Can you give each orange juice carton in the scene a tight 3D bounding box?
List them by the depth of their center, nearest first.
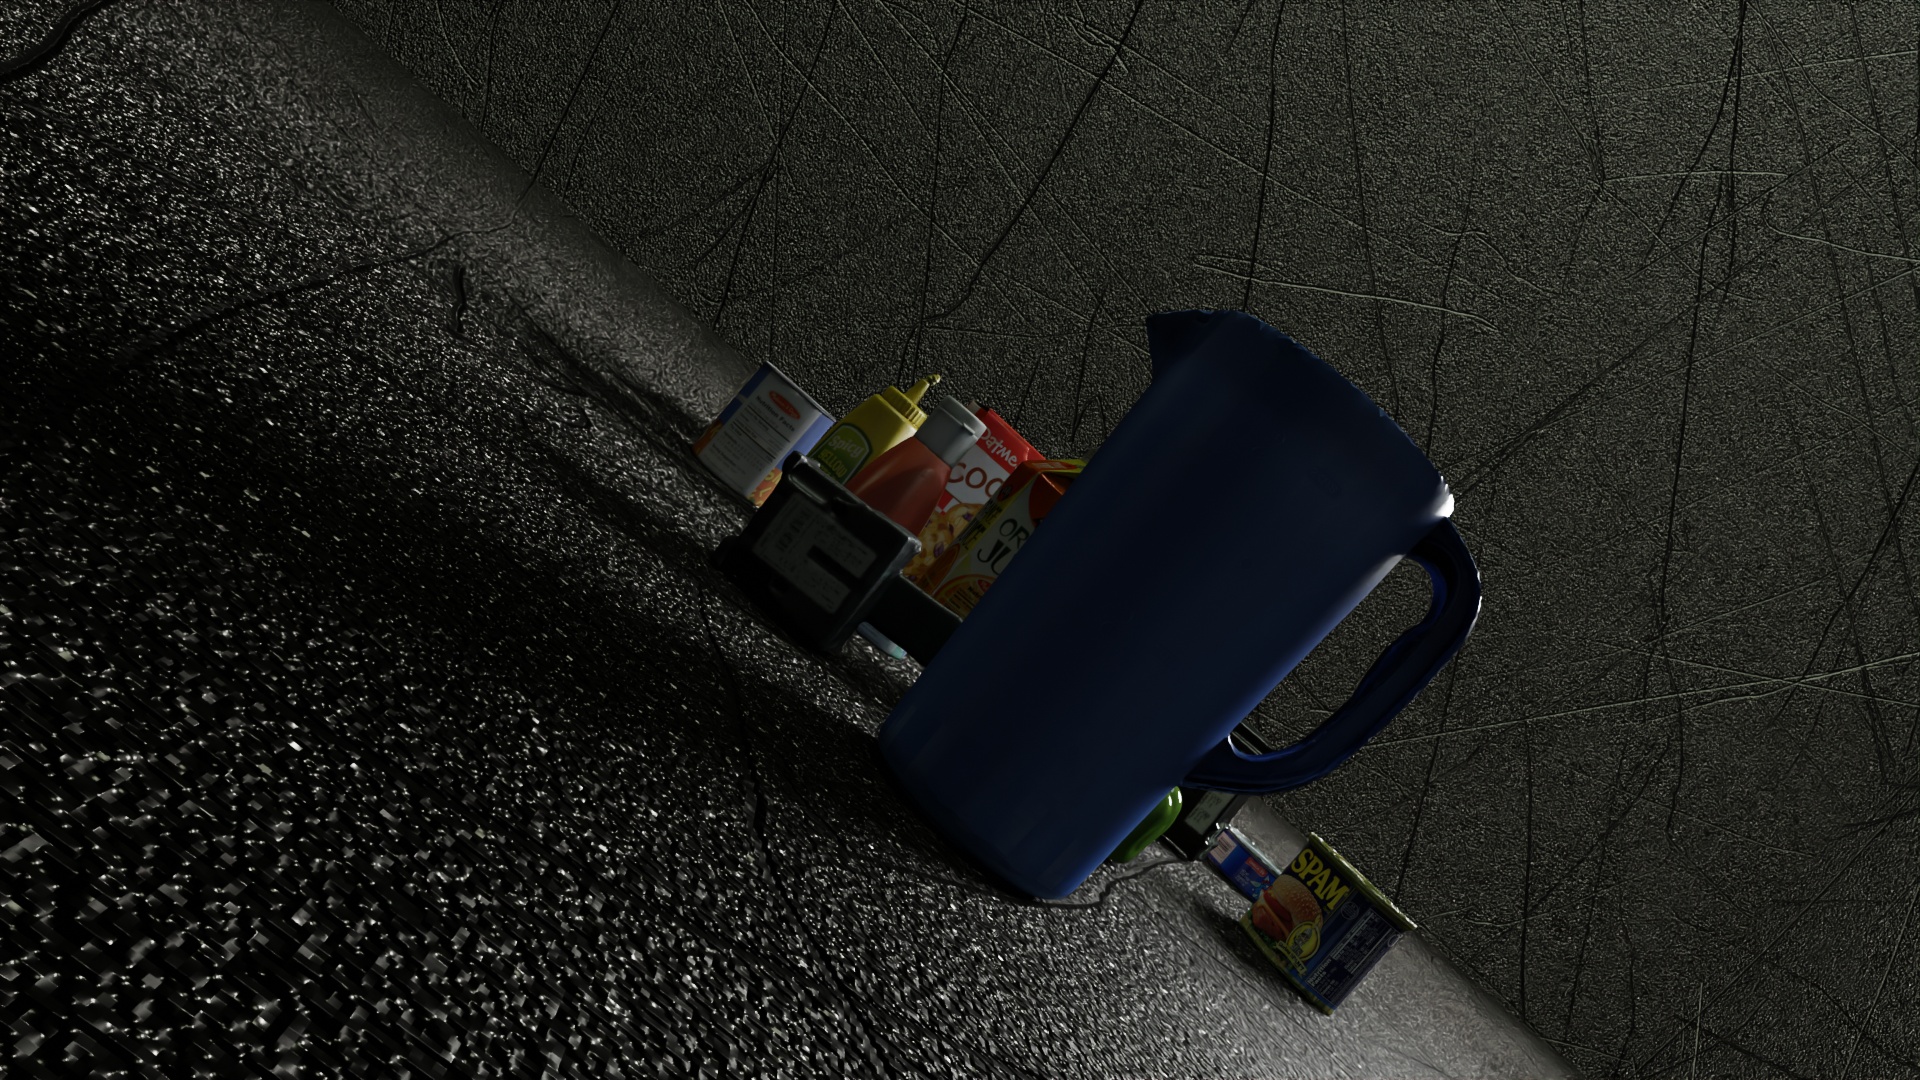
[{"bbox_3d":[0.042,0.008,1.015,0.073,0.192,0.072,41,2,-11],"label":"orange juice carton"}]

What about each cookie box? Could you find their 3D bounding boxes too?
[{"bbox_3d":[0.004,-0.014,1.153,0.122,0.167,0.040,40,2,-30],"label":"cookie box"}]

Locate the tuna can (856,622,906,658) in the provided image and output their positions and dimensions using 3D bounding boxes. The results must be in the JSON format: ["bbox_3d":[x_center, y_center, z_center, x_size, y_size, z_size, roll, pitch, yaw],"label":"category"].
[{"bbox_3d":[-0.052,0.041,0.867,0.071,0.033,0.071,41,2,-1],"label":"tuna can"}]

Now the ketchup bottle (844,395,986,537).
[{"bbox_3d":[-0.043,-0.033,0.958,0.064,0.149,0.043,40,2,-31],"label":"ketchup bottle"}]

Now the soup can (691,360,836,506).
[{"bbox_3d":[-0.140,-0.076,0.994,0.071,0.084,0.071,41,2,-1],"label":"soup can"}]

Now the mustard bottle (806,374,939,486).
[{"bbox_3d":[-0.074,-0.074,1.102,0.065,0.160,0.048,42,2,27],"label":"mustard bottle"}]
